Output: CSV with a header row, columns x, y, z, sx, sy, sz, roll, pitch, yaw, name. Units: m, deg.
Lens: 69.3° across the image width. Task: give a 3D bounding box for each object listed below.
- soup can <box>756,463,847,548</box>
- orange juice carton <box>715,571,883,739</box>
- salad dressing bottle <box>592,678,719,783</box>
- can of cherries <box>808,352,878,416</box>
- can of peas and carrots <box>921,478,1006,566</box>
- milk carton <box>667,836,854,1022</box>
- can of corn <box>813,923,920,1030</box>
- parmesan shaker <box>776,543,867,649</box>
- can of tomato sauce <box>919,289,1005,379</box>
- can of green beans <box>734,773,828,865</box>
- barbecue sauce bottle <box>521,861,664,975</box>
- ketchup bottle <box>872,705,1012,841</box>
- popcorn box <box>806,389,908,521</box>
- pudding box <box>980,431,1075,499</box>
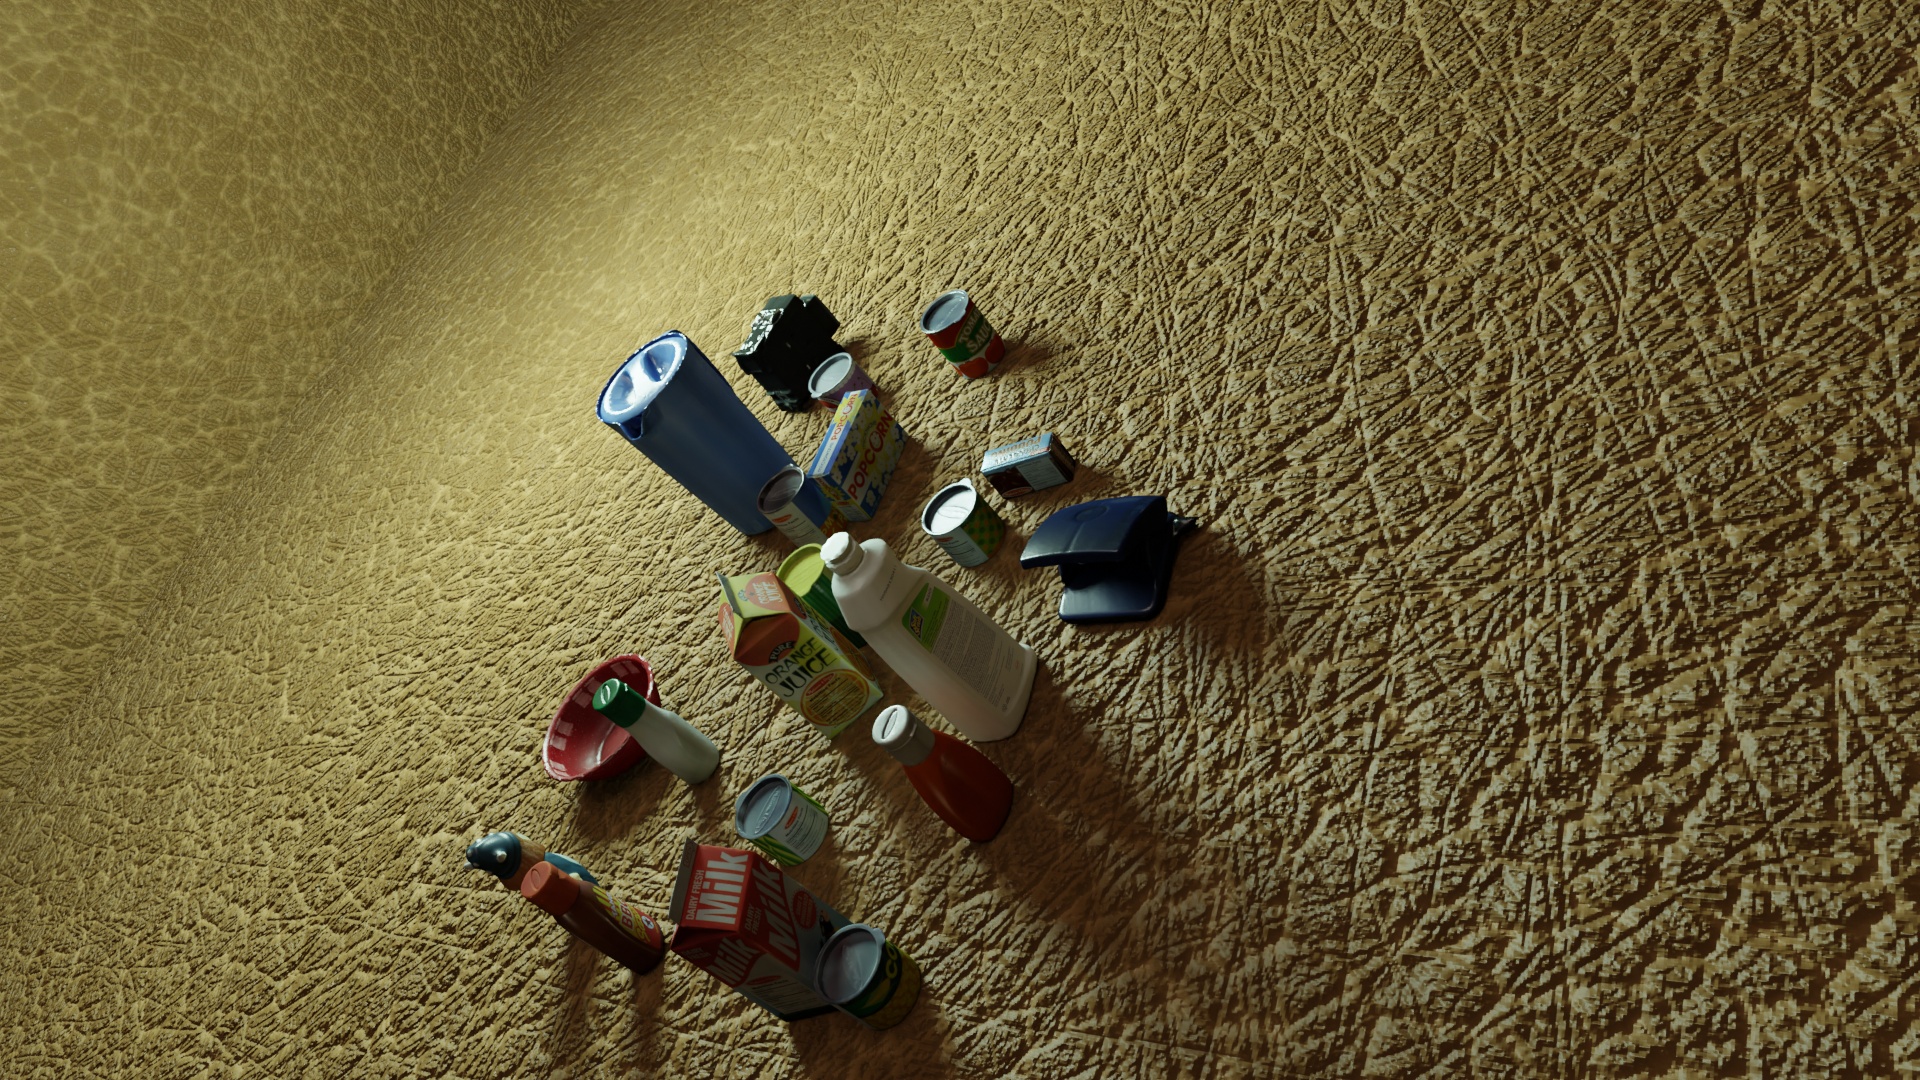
x,y,z,sx,sy,sz,roll,pitch,yaw,name
-0.177,-0.034,1.564,0.071,0.083,0.072,-24,41,23,soup can
-0.164,0.101,1.329,0.073,0.192,0.072,-40,37,4,orange juice carton
-0.308,0.192,1.406,0.044,0.147,0.064,-37,37,8,salad dressing bottle
-0.144,-0.185,1.704,0.071,0.058,0.072,-24,41,23,can of cherries
0.005,-0.018,1.404,0.071,0.058,0.071,-24,41,23,can of peas and carrots
-0.166,0.314,1.123,0.073,0.190,0.073,-22,42,26,milk carton
-0.072,0.349,1.114,0.071,0.058,0.071,-24,41,23,can of corn
-0.132,0.061,1.413,0.071,0.103,0.072,-24,41,23,parmesan shaker
0.005,-0.236,1.598,0.071,0.083,0.071,-24,41,23,can of tomato sauce
-0.165,0.259,1.286,0.071,0.057,0.071,-24,41,23,can of green beans
-0.340,0.346,1.283,0.043,0.148,0.065,-43,37,0,barbecue sauce bottle
-0.015,0.188,1.144,0.043,0.148,0.065,-5,51,40,ketchup bottle
-0.115,-0.096,1.567,0.038,0.085,0.127,-7,50,39,popcorn box
0.068,-0.075,1.411,0.083,0.049,0.030,-16,45,31,pudding box
